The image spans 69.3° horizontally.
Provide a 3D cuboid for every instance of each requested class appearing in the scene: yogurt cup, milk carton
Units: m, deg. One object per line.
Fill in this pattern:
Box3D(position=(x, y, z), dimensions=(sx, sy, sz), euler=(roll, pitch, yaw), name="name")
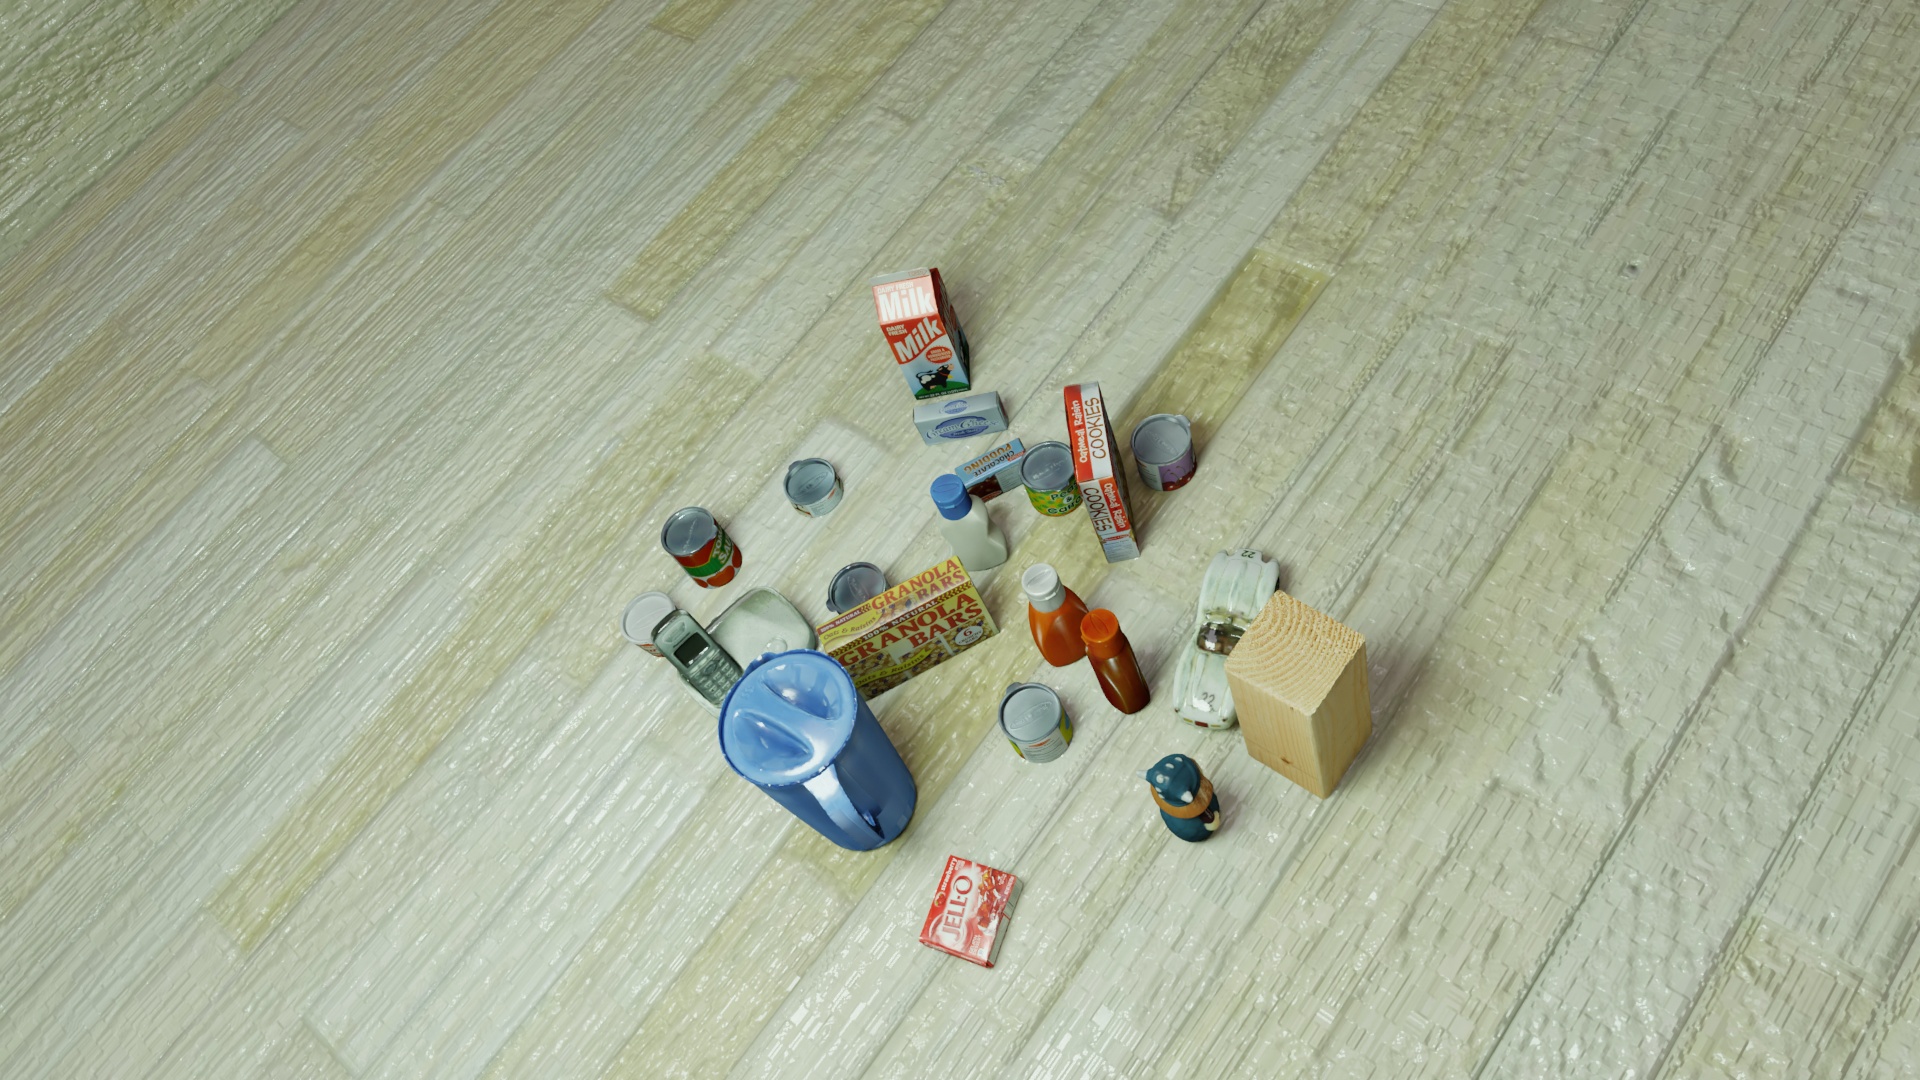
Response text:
Box3D(position=(-0.348, 0.099, 1.592), dimensions=(0.072, 0.053, 0.073), euler=(-8, 58, 13), name="yogurt cup")
Box3D(position=(-0.046, -0.252, 1.627), dimensions=(0.072, 0.189, 0.074), euler=(-10, 58, 12), name="milk carton")

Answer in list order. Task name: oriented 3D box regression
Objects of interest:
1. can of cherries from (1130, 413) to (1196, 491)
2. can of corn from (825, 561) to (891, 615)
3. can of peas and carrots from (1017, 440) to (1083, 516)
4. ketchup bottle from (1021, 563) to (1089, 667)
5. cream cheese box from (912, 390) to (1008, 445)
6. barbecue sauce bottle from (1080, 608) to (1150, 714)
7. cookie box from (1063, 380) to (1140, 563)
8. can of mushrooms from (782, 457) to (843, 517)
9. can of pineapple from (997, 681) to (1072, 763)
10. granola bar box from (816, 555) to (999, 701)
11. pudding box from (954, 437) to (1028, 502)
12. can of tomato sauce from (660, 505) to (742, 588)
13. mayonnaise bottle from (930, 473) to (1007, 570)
Box3D(position=(0.226, -0.097, 1.526), dimensions=(0.071, 0.058, 0.072), euler=(-8, 58, 13), name="can of cherries")
Box3D(position=(-0.108, 0.067, 1.532), dimensions=(0.071, 0.058, 0.071), euler=(-8, 58, 13), name="can of corn")
Box3D(position=(0.104, -0.067, 1.546), dimensions=(0.071, 0.058, 0.071), euler=(-8, 58, 13), name="can of peas and carrots")
Box3D(position=(0.097, 0.074, 1.408), dimensions=(0.065, 0.148, 0.044), euler=(-33, 56, -3), name="ketchup bottle")
Box3D(position=(0.001, -0.142, 1.628), dimensions=(0.104, 0.053, 0.024), euler=(-10, 58, 12), name="cream cheese box")
Box3D(position=(0.149, 0.116, 1.366), dimensions=(0.044, 0.148, 0.065), euler=(-33, 56, -3), name="barbecue sauce bottle")
Box3D(position=(0.149, -0.070, 1.468), dimensions=(0.040, 0.166, 0.123), euler=(-12, 57, 11), name="cookie box")
Box3D(position=(-0.176, -0.064, 1.649), dimensions=(0.071, 0.033, 0.071), euler=(-8, 58, 13), name="can of mushrooms")
Box3D(position=(0.076, 0.183, 1.403), dimensions=(0.071, 0.057, 0.071), euler=(-8, 58, 13), name="can of pineapple")
Box3D(position=(-0.054, 0.093, 1.459), dimensions=(0.165, 0.123, 0.039), euler=(-27, 56, 0), name="granola bar box")
Box3D(position=(0.040, -0.077, 1.578), dimensions=(0.084, 0.049, 0.030), euler=(-26, 56, 1), name="pudding box")
Box3D(position=(-0.298, 0.009, 1.613), dimensions=(0.071, 0.082, 0.071), euler=(-8, 58, 13), name="can of tomato sauce")
Box3D(position=(0.005, -0.019, 1.494), dimensions=(0.065, 0.147, 0.041), euler=(-12, 57, 11), name="mayonnaise bottle")
